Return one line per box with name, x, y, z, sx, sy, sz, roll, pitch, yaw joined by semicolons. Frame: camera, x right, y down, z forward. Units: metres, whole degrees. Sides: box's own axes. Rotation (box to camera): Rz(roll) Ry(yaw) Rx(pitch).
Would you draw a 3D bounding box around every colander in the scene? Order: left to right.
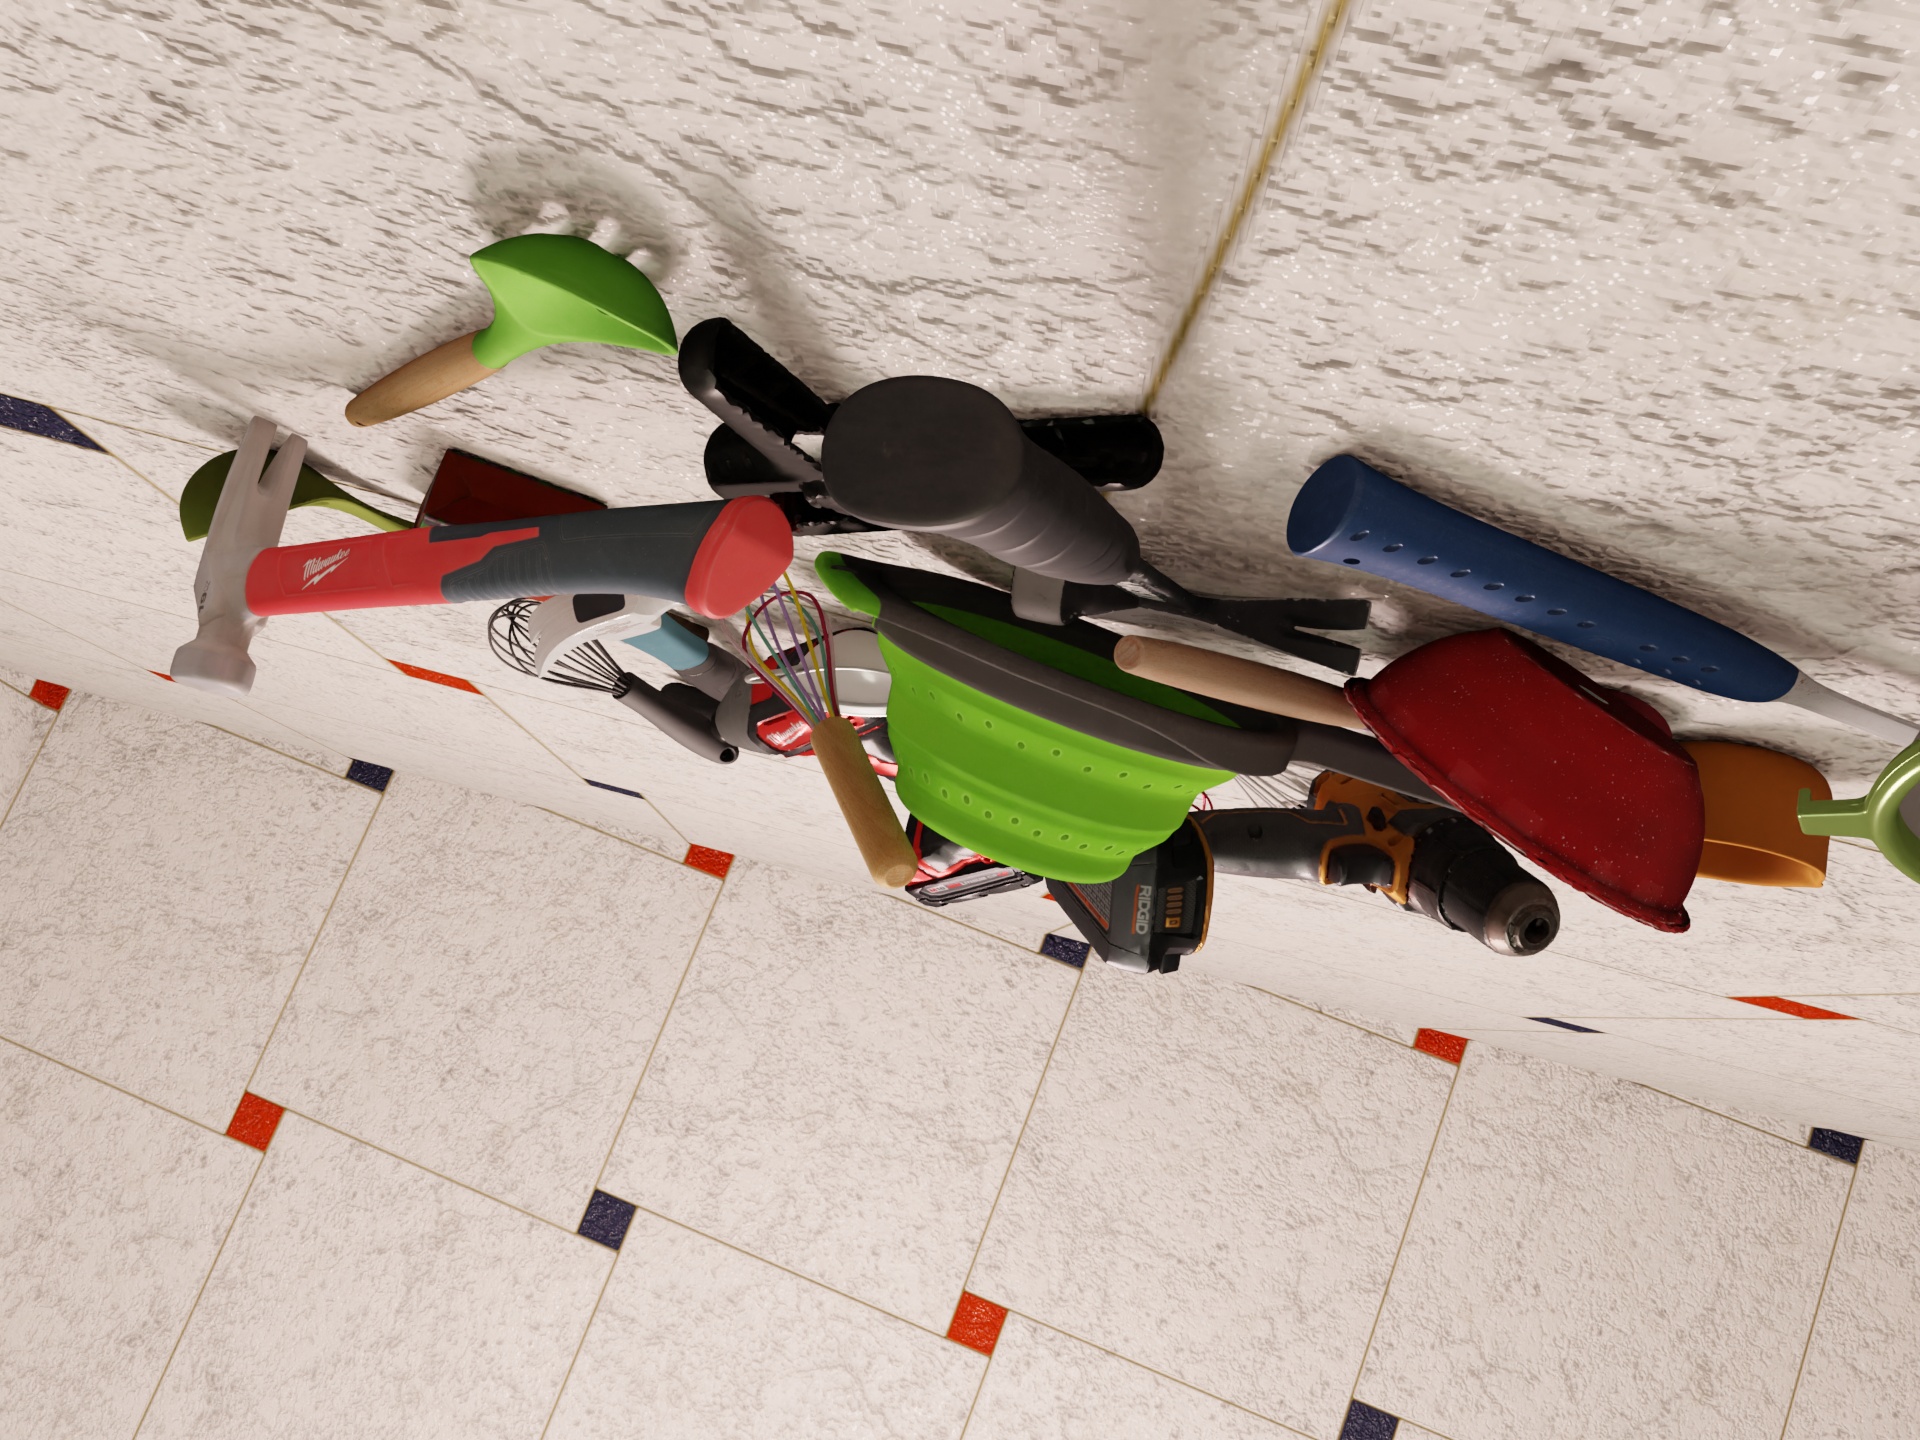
colander;0.110;0.032;0.725;0.397;0.094;0.205;17;-168;-17

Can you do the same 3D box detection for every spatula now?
spatula;0.157;-0.005;0.661;0.315;0.018;0.060;10;-150;-50

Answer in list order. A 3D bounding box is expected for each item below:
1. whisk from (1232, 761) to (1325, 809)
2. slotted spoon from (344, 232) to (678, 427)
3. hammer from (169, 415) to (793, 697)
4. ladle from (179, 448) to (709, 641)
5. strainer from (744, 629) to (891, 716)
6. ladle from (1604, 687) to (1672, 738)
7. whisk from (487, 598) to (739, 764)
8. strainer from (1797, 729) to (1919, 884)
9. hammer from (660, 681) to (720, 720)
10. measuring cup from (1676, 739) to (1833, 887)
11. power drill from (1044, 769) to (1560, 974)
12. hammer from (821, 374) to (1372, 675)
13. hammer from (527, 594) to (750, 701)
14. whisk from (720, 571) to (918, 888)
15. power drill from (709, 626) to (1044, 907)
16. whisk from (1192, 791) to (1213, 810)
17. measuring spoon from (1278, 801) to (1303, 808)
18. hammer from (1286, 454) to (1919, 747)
whisk;0.152;0.020;0.919;0.246;0.058;0.059;27;129;-34
slotted spoon;-0.191;-0.140;0.613;0.070;0.031;0.314;22;169;-33
hammer;-0.222;-0.083;0.701;0.386;0.143;0.038;0;163;37
ladle;-0.291;-0.085;0.942;0.320;0.062;0.078;19;171;-36
strainer;-0.001;-0.003;0.896;0.258;0.050;0.087;21;158;-28
ladle;0.284;0.029;0.840;0.069;0.031;0.315;24;171;3
whisk;-0.244;-0.022;1.146;0.055;0.055;0.238;5;157;42
strainer;0.371;-0.018;0.438;0.151;0.069;0.256;17;152;-3
hammer;-0.088;0.004;1.177;0.335;0.035;0.146;9;168;30
measuring cup;0.357;0.049;0.781;0.095;0.052;0.173;14;171;2
power drill;0.175;0.077;0.824;0.226;0.084;0.185;-3;-161;-16
hammer;0.048;-0.048;0.488;0.149;0.036;0.409;12;-177;14
hammer;-0.165;-0.039;0.990;0.128;0.033;0.331;-14;170;5
whisk;-0.067;-0.003;0.759;0.051;0.047;0.245;37;-165;-40
power drill;-0.049;0.030;1.007;0.143;0.079;0.219;-18;136;39
whisk;0.074;0.023;1.007;0.073;0.073;0.295;4;159;44
measuring spoon;0.256;0.066;1.076;0.034;0.018;0.124;20;169;-26
hammer;0.306;-0.013;0.576;0.405;0.035;0.144;18;169;-16
